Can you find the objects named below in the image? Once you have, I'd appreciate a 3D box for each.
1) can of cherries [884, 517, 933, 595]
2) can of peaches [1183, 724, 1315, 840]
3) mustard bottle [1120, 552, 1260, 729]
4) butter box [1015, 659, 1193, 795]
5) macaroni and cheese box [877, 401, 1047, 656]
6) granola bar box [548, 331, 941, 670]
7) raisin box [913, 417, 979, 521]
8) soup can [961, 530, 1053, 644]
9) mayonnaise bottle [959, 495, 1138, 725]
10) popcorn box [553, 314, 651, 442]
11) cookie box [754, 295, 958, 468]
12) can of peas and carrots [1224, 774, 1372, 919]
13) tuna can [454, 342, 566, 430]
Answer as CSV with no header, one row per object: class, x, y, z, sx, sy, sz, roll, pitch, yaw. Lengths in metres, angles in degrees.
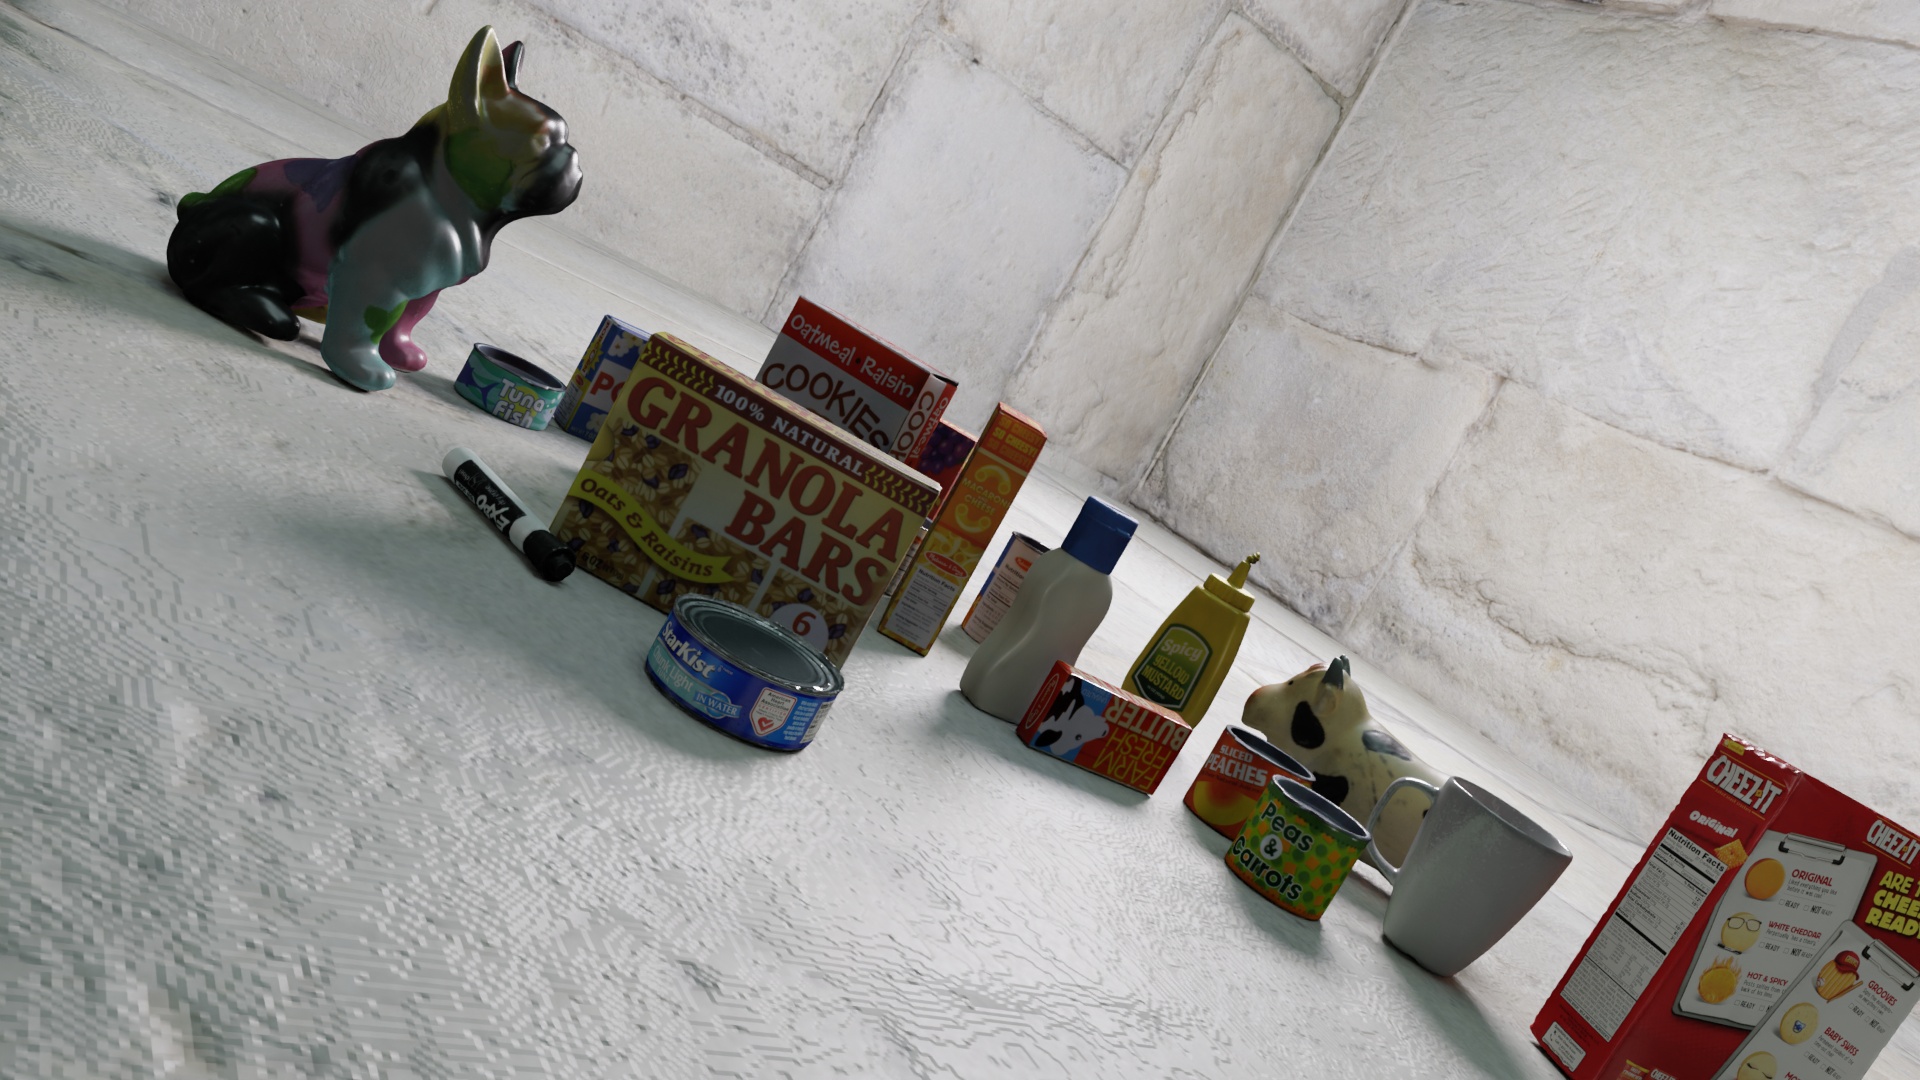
can of cherries,-0.055,0.003,1.051,0.071,0.058,0.071,29,8,-4
can of peaches,0.186,0.161,0.906,0.071,0.058,0.071,29,8,-4
mustard bottle,0.180,0.076,1.054,0.065,0.160,0.049,33,8,26
butter box,0.090,0.117,0.860,0.103,0.053,0.024,25,8,-27
macaroni and cheese box,0.003,-0.012,0.956,0.040,0.166,0.124,29,7,-3
granola bar box,-0.111,-0.013,0.712,0.165,0.124,0.039,29,7,-3
raisin box,-0.050,-0.052,1.178,0.086,0.123,0.040,30,7,1
soup can,0.049,0.045,1.062,0.071,0.083,0.071,29,7,-4
mayonnaise bottle,0.060,0.044,0.870,0.065,0.148,0.041,25,9,-34
popcorn box,-0.220,-0.100,1.016,0.126,0.085,0.038,23,10,-39
cookie box,-0.093,-0.062,0.921,0.123,0.167,0.040,33,8,28
can of peas and carrots,0.198,0.181,0.820,0.071,0.058,0.071,29,8,-4
tuna can,-0.301,-0.102,0.932,0.071,0.032,0.071,29,8,-4
